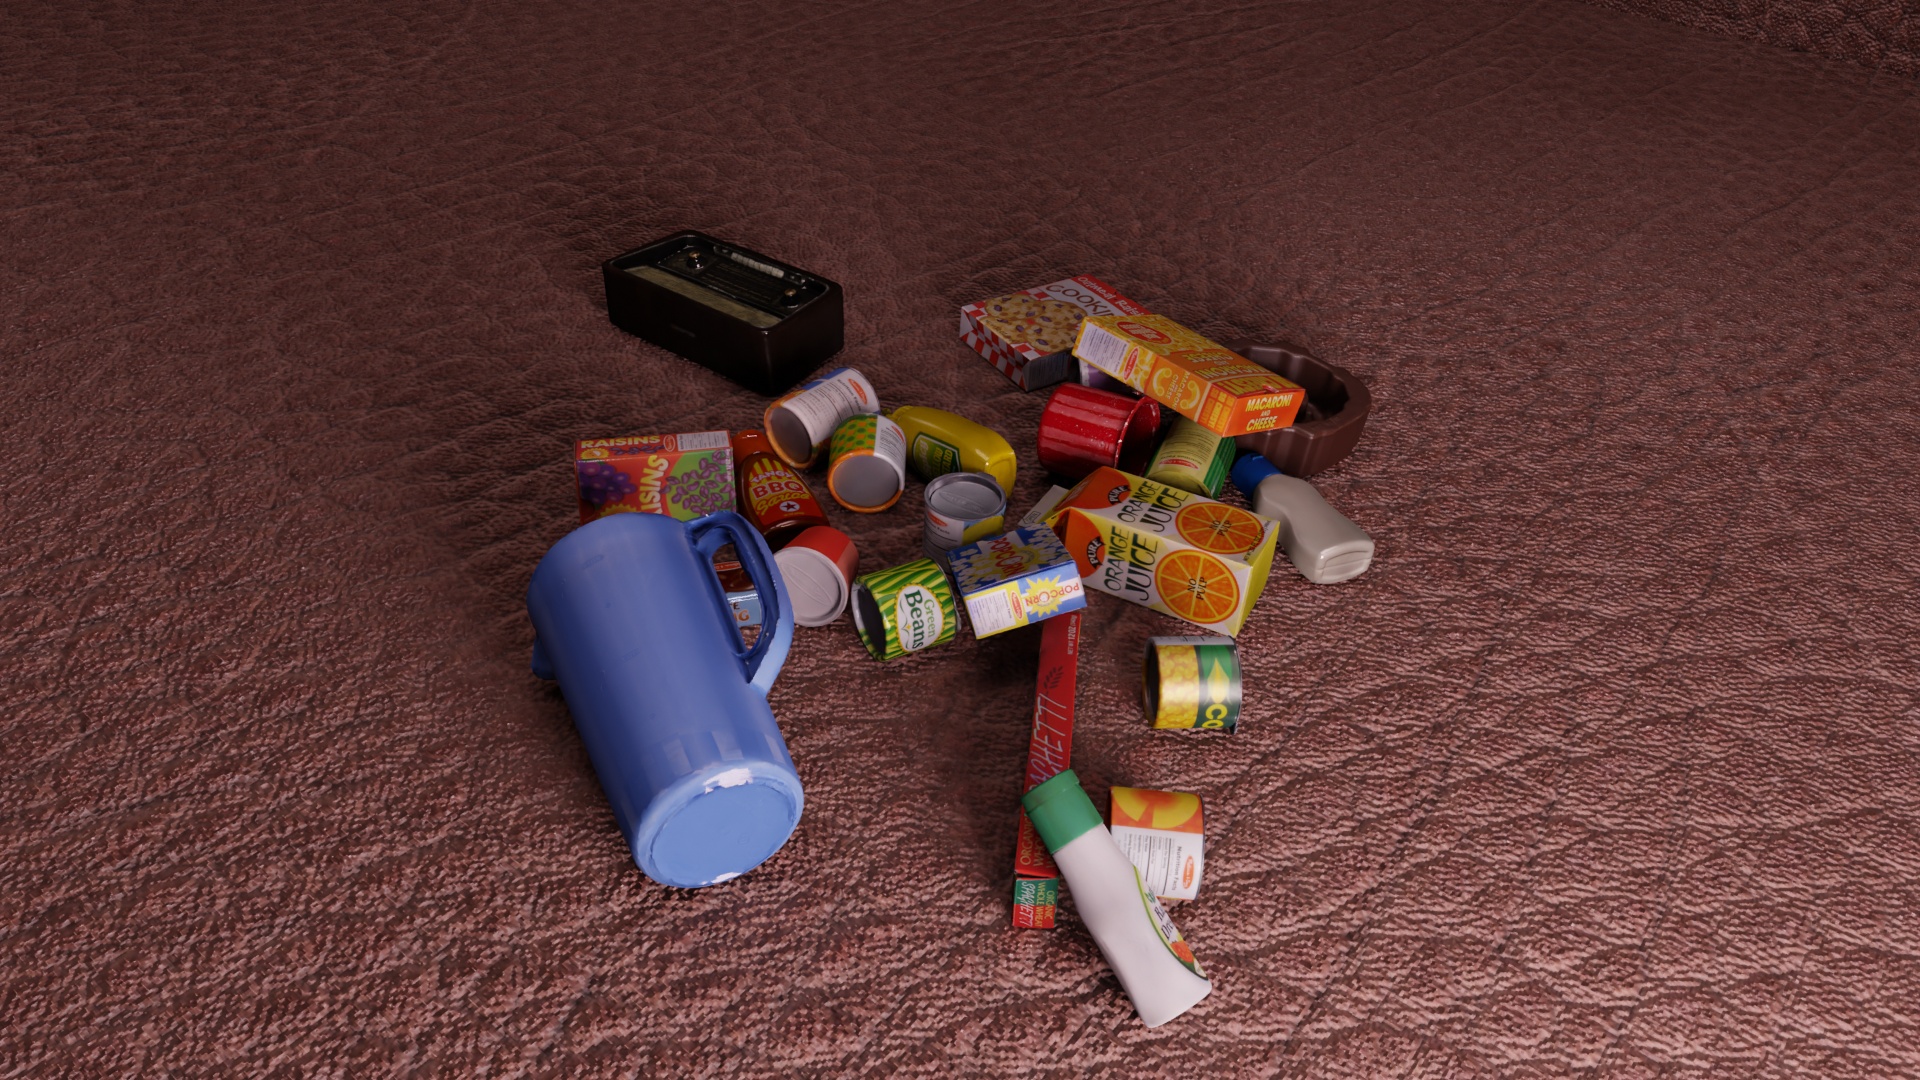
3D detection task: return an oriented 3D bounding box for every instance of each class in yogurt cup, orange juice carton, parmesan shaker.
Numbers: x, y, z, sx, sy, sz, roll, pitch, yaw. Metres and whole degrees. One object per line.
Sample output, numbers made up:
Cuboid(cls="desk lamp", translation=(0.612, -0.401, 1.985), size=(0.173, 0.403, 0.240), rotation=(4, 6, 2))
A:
Cuboid(cls="yogurt cup", translation=(-0.111, 0.024, 1.065), size=(0.072, 0.072, 0.054), rotation=(12, 30, 11))
Cuboid(cls="orange juice carton", translation=(0.147, 0.000, 1.109), size=(0.193, 0.072, 0.072), rotation=(19, 39, 20))
Cuboid(cls="parmesan shaker", translation=(0.198, -0.058, 1.196), size=(0.071, 0.071, 0.103), rotation=(15, 38, 14))

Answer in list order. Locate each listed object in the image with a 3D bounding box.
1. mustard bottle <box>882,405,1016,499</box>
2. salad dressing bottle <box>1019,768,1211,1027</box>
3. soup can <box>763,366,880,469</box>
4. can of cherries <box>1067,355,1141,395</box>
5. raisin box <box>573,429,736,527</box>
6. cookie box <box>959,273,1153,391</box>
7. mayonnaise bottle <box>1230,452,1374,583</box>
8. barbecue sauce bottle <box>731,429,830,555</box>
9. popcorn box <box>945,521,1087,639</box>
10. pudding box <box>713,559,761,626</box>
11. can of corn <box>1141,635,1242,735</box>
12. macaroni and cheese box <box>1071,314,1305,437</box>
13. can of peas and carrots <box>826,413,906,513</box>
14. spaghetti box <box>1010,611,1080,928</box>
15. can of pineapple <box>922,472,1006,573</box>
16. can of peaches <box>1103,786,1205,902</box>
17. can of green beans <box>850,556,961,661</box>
Cuboid(cls="mustard bottle", translation=(-0.020, -0.082, 1.217), size=(0.049, 0.065, 0.160), rotation=(-22, 38, -37))
Cuboid(cls="salad dressing bottle", translation=(0.087, 0.204, 0.803), size=(0.044, 0.064, 0.148), rotation=(-34, 76, 7))
Cuboid(cls="soup can", translation=(-0.124, -0.108, 1.239), size=(0.071, 0.071, 0.084), rotation=(29, 45, 30))
Cuboid(cls="can of cherries", translation=(0.135, -0.139, 1.301), size=(0.058, 0.071, 0.072), rotation=(0, 37, -7))
Cuboid(cls="raisin box", translation=(-0.244, -0.039, 1.117), size=(0.123, 0.085, 0.040), rotation=(-5, 32, -12))
Cuboid(cls="cookie box", translation=(0.102, -0.216, 1.419), size=(0.168, 0.040, 0.123), rotation=(-20, 43, -28))
Cuboid(cls="mayonnaise bottle", translation=(0.283, -0.022, 1.178), size=(0.065, 0.041, 0.148), rotation=(-10, 38, -20))
Cuboid(cls="barbecue sauce bottle", translation=(-0.159, -0.040, 1.160), size=(0.065, 0.043, 0.149), rotation=(-8, 38, -21))
Cuboid(cls="popcorn box", translation=(0.039, 0.028, 1.038), size=(0.085, 0.038, 0.127), rotation=(-18, 15, -2))
Cuboid(cls="pudding box", translation=(-0.196, 0.044, 1.057), size=(0.084, 0.030, 0.050), rotation=(-9, 38, -16))
Cuboid(cls="can of corn", translation=(0.163, 0.103, 0.983), size=(0.058, 0.070, 0.071), rotation=(0, 37, -4))
Cuboid(cls="macaroni and cheese box", translation=(0.200, -0.148, 1.215), size=(0.167, 0.040, 0.124), rotation=(34, 28, 32))
Cuboid(cls="can of peas and carrots", translation=(-0.081, -0.064, 1.183), size=(0.071, 0.070, 0.059), rotation=(2, 37, -2))
Cuboid(cls="spaghetti box", translation=(0.059, 0.144, 0.930), size=(0.029, 0.049, 0.251), rotation=(5, 37, 4))
Cuboid(cls="can of pineapple", translation=(0.004, -0.014, 1.128), size=(0.071, 0.057, 0.071), rotation=(3, 37, -2))
Cuboid(cls="can of peaches", translation=(0.119, 0.188, 0.866), size=(0.058, 0.070, 0.071), rotation=(5, 37, 2))
Cuboid(cls="can of green beans", translation=(-0.042, 0.051, 1.031), size=(0.058, 0.071, 0.071), rotation=(-16, 41, -23))
